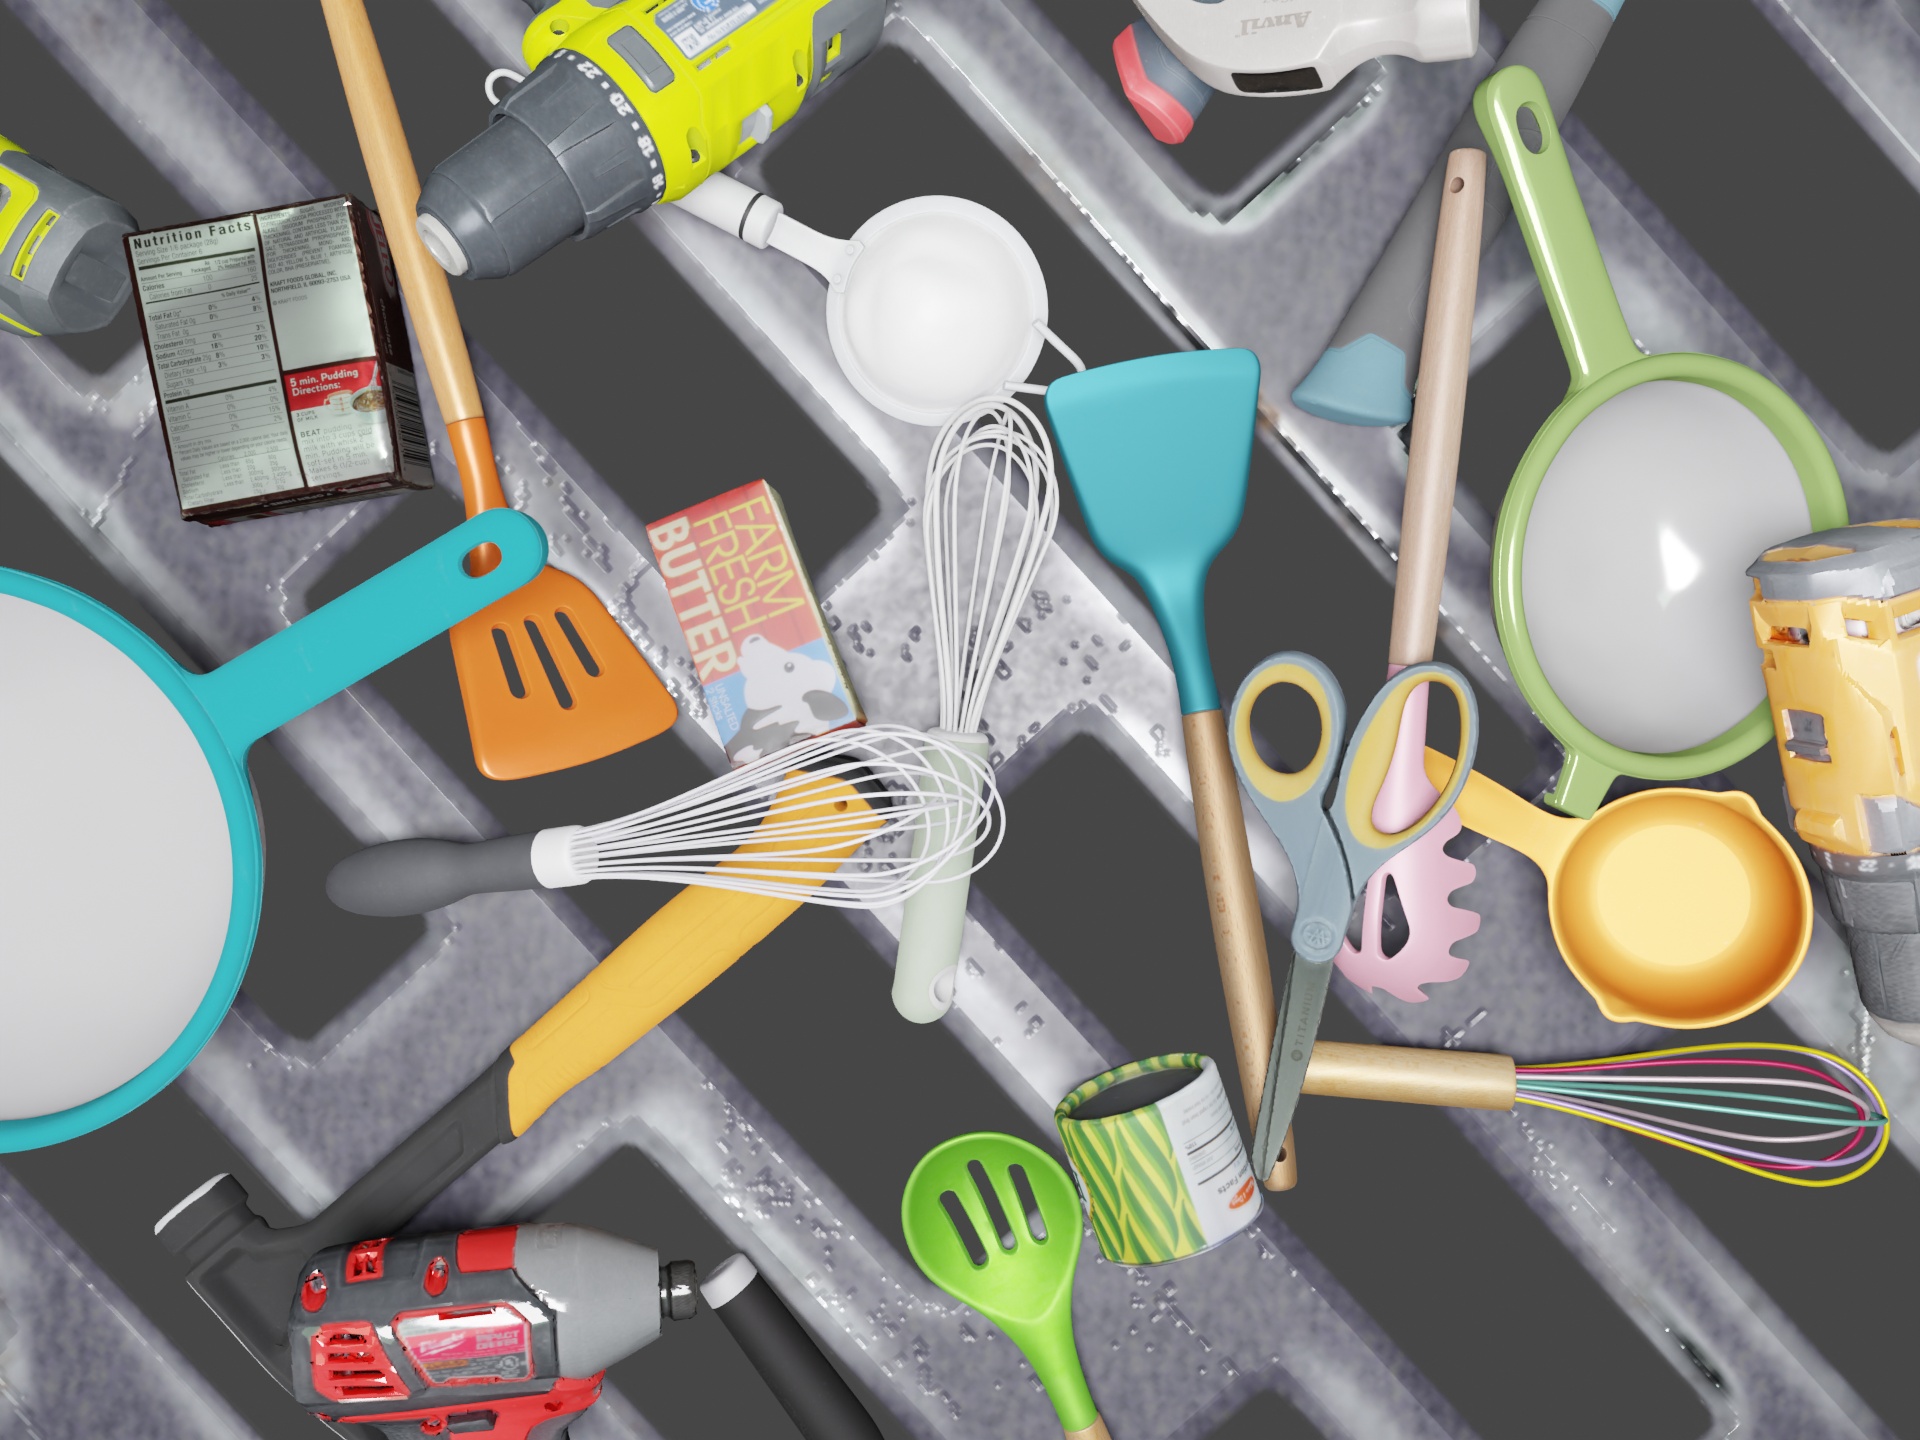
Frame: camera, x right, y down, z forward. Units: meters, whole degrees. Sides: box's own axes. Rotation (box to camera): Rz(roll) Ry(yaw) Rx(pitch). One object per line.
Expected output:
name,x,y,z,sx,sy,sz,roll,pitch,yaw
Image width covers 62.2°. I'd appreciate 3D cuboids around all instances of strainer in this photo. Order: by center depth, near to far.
strainer,0.223,-0.103,0.577,0.151,0.069,0.256,-26,101,-14
strainer,-0.295,0.014,0.595,0.340,0.095,0.211,-30,95,2
strainer,-0.070,-0.186,0.608,0.258,0.050,0.087,28,108,3

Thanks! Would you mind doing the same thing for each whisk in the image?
whisk,-0.118,0.048,0.589,0.284,0.070,0.070,-9,93,20
whisk,-0.001,-0.002,0.617,0.059,0.057,0.246,12,98,35
whisk,0.236,0.147,0.619,0.245,0.051,0.047,4,99,4

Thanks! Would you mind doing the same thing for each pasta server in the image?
pasta server,0.172,-0.048,0.592,0.060,0.040,0.316,8,96,32

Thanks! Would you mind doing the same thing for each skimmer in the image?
skimmer,-0.004,0.377,0.613,0.127,0.090,0.363,-35,90,34

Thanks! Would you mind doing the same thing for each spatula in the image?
spatula,-0.191,-0.139,0.601,0.081,0.041,0.322,-19,97,-30
spatula,0.096,0.022,0.605,0.082,0.044,0.317,-10,88,-2

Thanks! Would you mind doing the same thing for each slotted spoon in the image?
slotted spoon,0.055,0.305,0.640,0.070,0.031,0.314,-21,95,3

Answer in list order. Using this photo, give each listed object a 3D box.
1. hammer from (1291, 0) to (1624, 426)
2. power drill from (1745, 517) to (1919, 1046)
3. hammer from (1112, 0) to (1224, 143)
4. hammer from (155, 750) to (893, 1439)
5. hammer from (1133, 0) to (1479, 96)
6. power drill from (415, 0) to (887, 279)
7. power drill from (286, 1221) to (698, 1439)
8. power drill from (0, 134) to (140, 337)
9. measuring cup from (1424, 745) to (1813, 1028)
hammer,0.227,-0.256,0.598,0.128,0.033,0.331,30,94,-1
power drill,0.396,0.001,0.564,0.226,0.084,0.185,-18,100,-11
hammer,0.189,-0.375,0.569,0.143,0.038,0.386,37,97,26
hammer,-0.155,0.139,0.630,0.337,0.034,0.127,-41,91,3
hammer,0.119,-0.380,0.564,0.130,0.031,0.331,1,81,24
power drill,-0.164,-0.279,0.561,0.190,0.080,0.228,-43,91,-19
power drill,-0.167,0.295,0.599,0.143,0.078,0.219,-3,100,-11
power drill,-0.441,-0.138,0.601,0.171,0.080,0.223,30,90,0
measuring cup,0.235,0.048,0.614,0.174,0.052,0.095,30,101,22
